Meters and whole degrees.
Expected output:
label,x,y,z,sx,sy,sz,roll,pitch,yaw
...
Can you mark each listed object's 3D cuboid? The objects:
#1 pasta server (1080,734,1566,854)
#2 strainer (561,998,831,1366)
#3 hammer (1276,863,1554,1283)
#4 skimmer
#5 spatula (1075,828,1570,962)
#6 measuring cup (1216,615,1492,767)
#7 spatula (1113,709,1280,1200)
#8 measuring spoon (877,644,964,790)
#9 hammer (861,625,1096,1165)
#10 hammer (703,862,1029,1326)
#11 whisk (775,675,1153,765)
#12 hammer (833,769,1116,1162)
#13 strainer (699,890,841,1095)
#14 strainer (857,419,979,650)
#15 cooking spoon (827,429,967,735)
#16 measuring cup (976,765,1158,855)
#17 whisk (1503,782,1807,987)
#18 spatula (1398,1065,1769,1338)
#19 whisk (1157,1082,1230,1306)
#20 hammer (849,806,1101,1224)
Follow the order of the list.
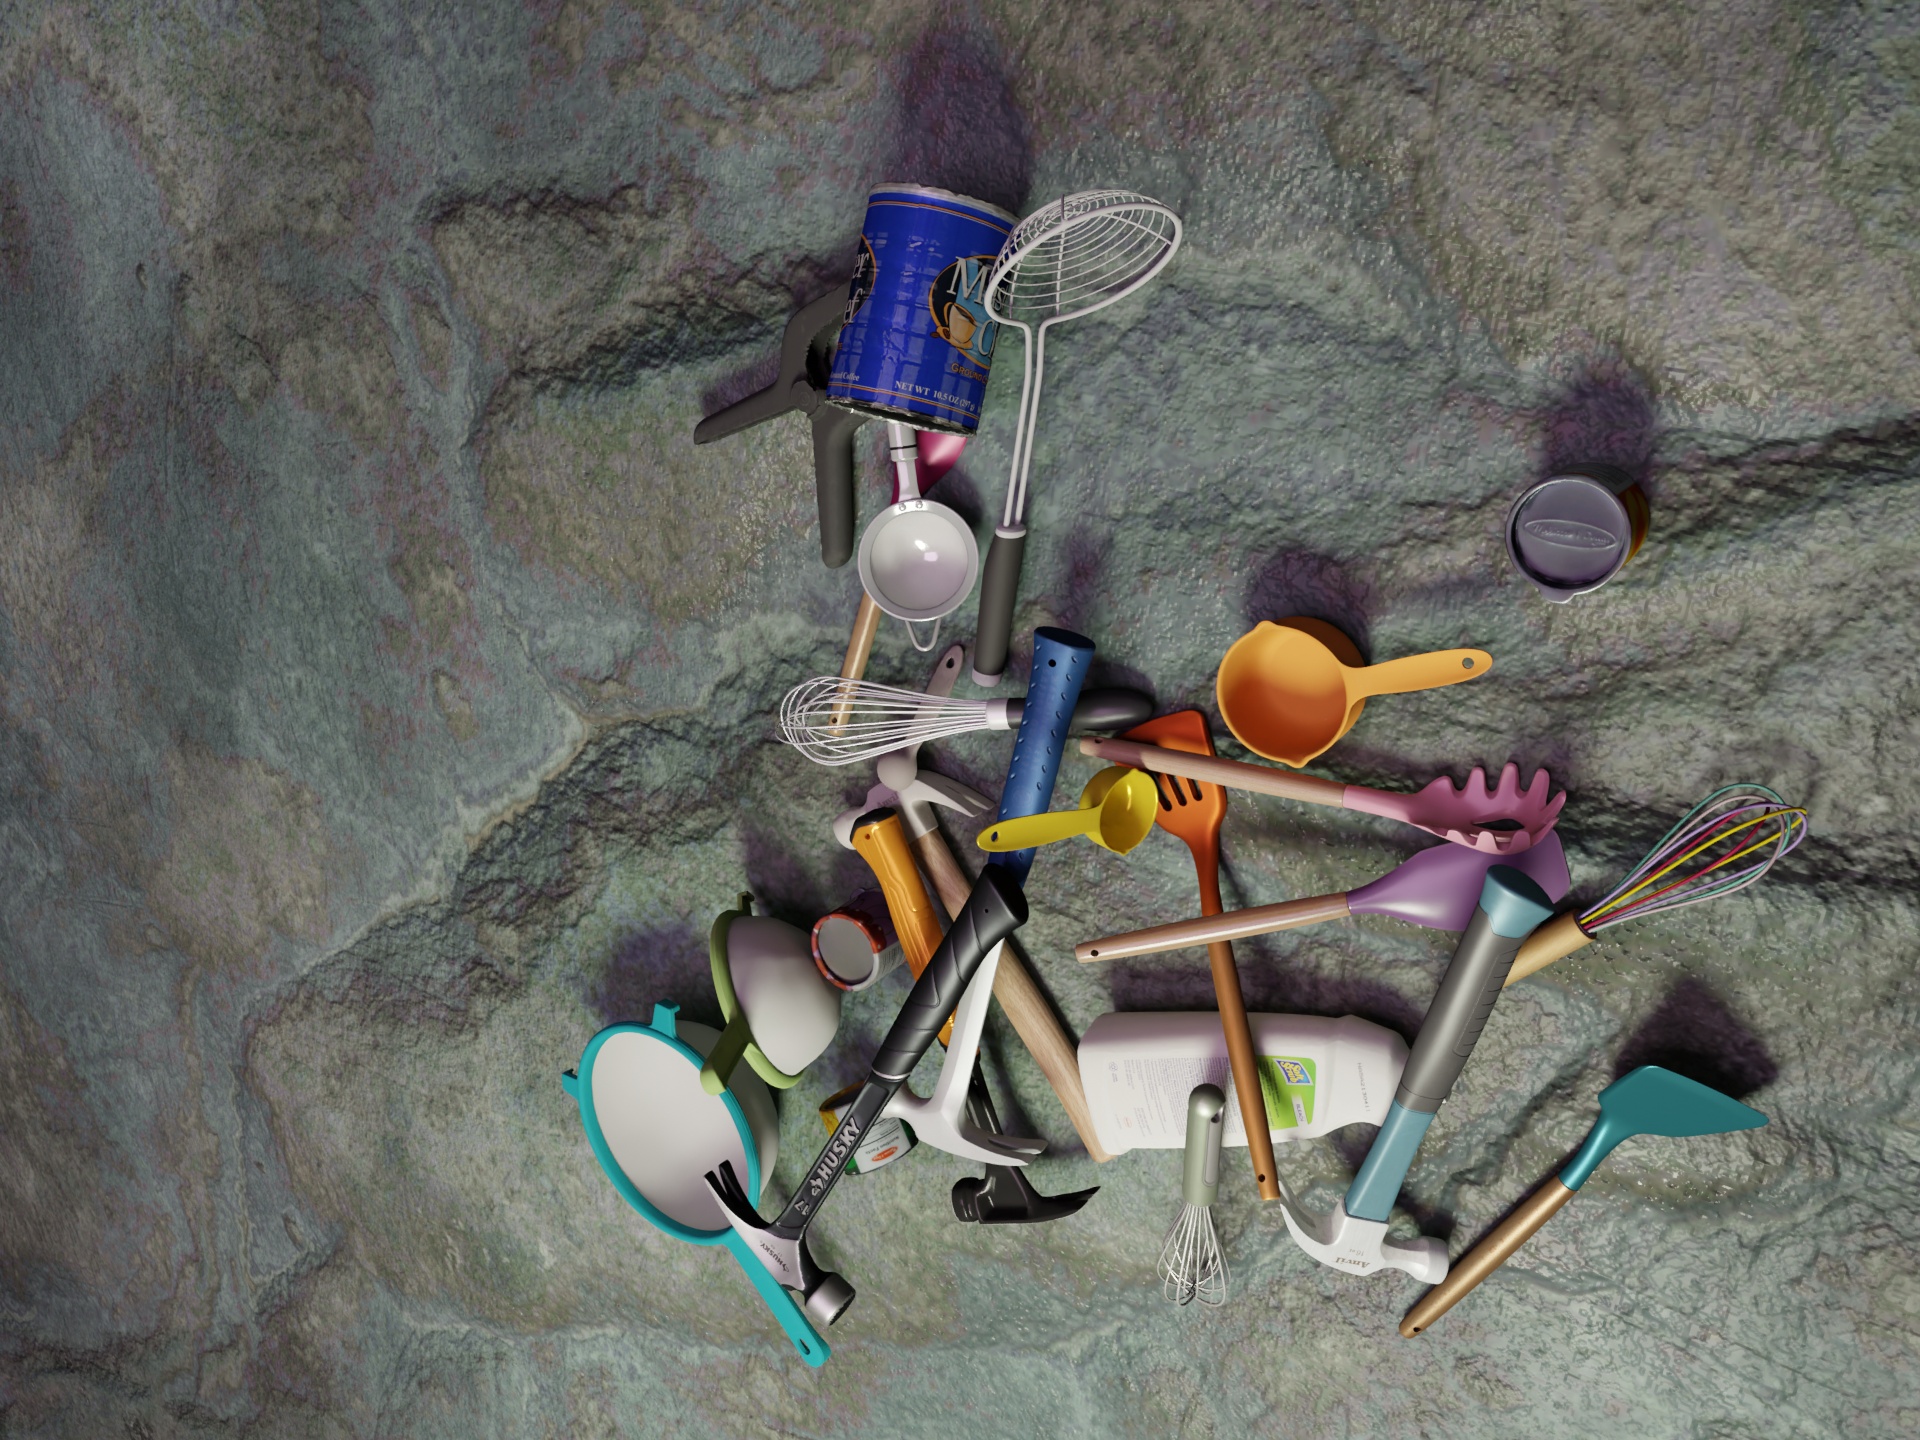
label,x,y,z,sx,sy,sz,roll,pitch,yaw
pasta server,0.219,0.037,1.016,0.316,0.060,0.040,11,137,29
strainer,-0.194,0.396,1.392,0.211,0.095,0.340,-38,85,39
hammer,0.289,0.227,0.987,0.128,0.033,0.330,11,122,-3
skimmer,0.057,-0.168,1.038,0.090,0.127,0.363,43,135,43
spatula,0.224,0.124,1.019,0.316,0.018,0.060,-13,96,19
measuring cup,0.247,-0.028,0.982,0.173,0.052,0.095,-10,99,34
spatula,0.169,0.155,1.063,0.081,0.041,0.323,-23,69,37
measuring spoon,-0.031,-0.003,1.181,0.034,0.018,0.124,39,110,35
hammer,0.032,0.132,1.117,0.144,0.035,0.405,22,112,23
hammer,-0.062,0.264,1.162,0.149,0.036,0.408,38,117,17
whisk,-0.001,-0.004,1.136,0.284,0.070,0.070,-3,104,20
hammer,0.032,0.185,1.208,0.130,0.031,0.331,-35,85,37
strainer,-0.142,0.222,1.229,0.069,0.256,0.151,-23,97,8
strainer,-0.037,-0.179,1.112,0.087,0.050,0.258,-5,101,9
cooking spoon,-0.053,-0.126,1.172,0.069,0.017,0.318,30,119,23
measuring cup,0.066,0.063,1.044,0.029,0.156,0.062,23,114,49
whisk,0.384,0.109,0.940,0.051,0.047,0.245,53,129,7
spatula,0.372,0.316,1.014,0.082,0.044,0.317,25,124,-6
whisk,0.167,0.335,1.110,0.059,0.058,0.246,31,141,34
hammer,-0.004,0.224,1.205,0.127,0.034,0.337,-16,97,38
